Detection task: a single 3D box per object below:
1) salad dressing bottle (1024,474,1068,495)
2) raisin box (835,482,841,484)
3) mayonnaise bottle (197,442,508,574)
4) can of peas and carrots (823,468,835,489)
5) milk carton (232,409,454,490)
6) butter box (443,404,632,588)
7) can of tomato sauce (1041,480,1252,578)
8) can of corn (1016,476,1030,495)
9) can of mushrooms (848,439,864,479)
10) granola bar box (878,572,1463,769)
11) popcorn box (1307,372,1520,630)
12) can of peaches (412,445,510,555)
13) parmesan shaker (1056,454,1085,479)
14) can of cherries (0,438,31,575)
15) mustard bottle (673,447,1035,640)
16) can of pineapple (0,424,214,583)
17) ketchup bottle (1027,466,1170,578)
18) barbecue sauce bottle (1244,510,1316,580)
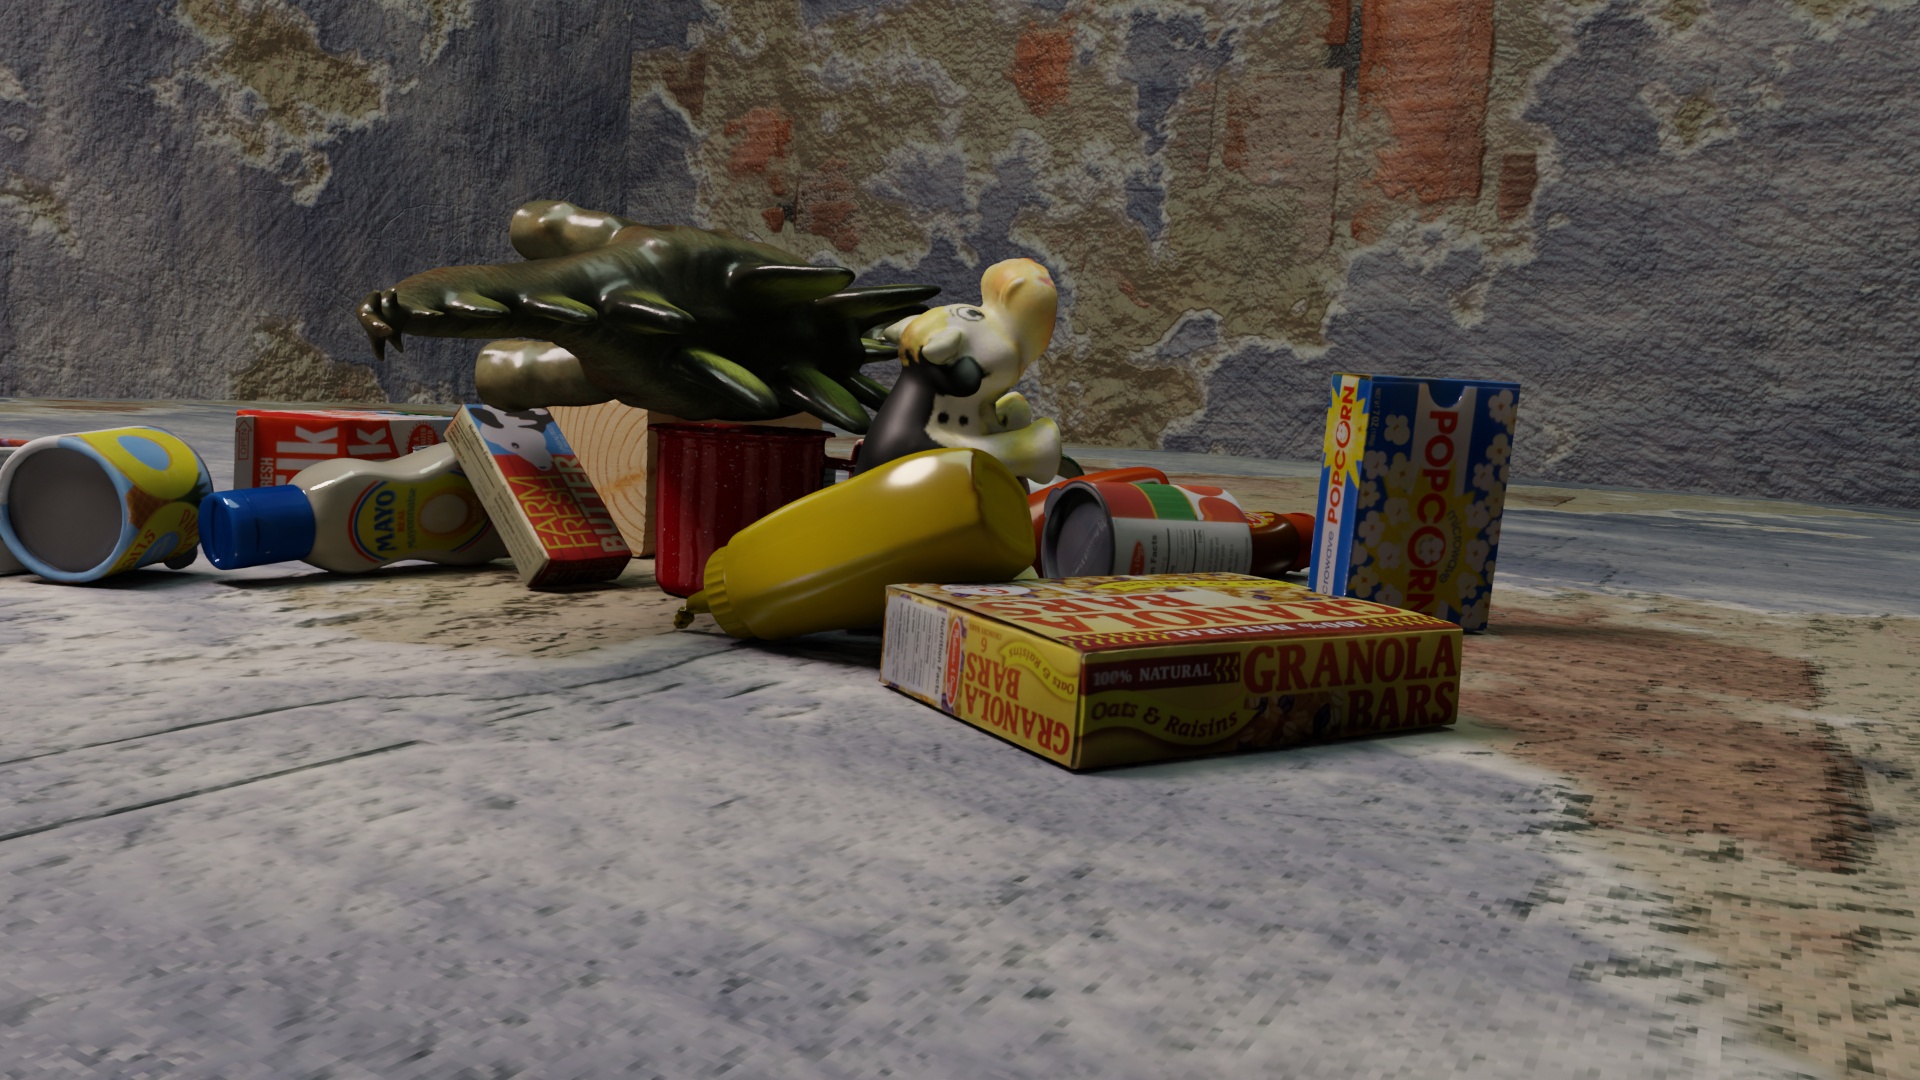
[{"bbox_3d":[0.012,-0.026,0.842,0.148,0.064,0.044,20,52,19],"label":"salad dressing bottle"},{"bbox_3d":[-0.020,-0.016,0.933,0.123,0.040,0.086,-1,8,-28],"label":"raisin box"},{"bbox_3d":[-0.290,-0.013,0.682,0.041,0.064,0.148,14,16,34],"label":"mayonnaise bottle"},{"bbox_3d":[-0.110,-0.019,0.827,0.071,0.058,0.071,4,6,0],"label":"can of peas and carrots"},{"bbox_3d":[-0.358,-0.040,0.819,0.073,0.072,0.191,5,7,13],"label":"milk carton"},{"bbox_3d":[-0.211,-0.023,0.695,0.053,0.024,0.104,-5,53,-53],"label":"butter box"},{"bbox_3d":[0.091,0.003,0.691,0.083,0.071,0.071,1,7,-27],"label":"can of tomato sauce"},{"bbox_3d":[0.003,-0.010,0.777,0.058,0.071,0.071,6,7,18],"label":"can of corn"},{"bbox_3d":[-0.059,-0.041,1.003,0.033,0.071,0.071,0,7,-17],"label":"can of mushrooms"},{"bbox_3d":[0.073,0.039,0.492,0.166,0.039,0.124,-1,8,-31],"label":"granola bar box"},{"bbox_3d":[0.224,-0.019,0.690,0.085,0.126,0.038,1,10,-15],"label":"popcorn box"},{"bbox_3d":[-0.272,-0.023,0.785,0.071,0.058,0.071,3,5,0],"label":"can of peaches"},{"bbox_3d":[0.040,-0.036,1.024,0.071,0.071,0.103,0,11,-31],"label":"parmesan shaker"},{"bbox_3d":[-0.455,-0.017,0.634,0.071,0.058,0.071,4,7,0],"label":"can of cherries"},{"bbox_3d":[-0.052,0.008,0.553,0.160,0.049,0.065,-17,-27,22],"label":"mustard bottle"},{"bbox_3d":[-0.384,-0.016,0.628,0.071,0.071,0.058,4,10,6],"label":"can of pineapple"},{"bbox_3d":[0.048,0.001,0.733,0.149,0.064,0.043,-11,6,-33],"label":"ketchup bottle"},{"bbox_3d":[0.170,0.004,0.834,0.065,0.043,0.149,8,7,41],"label":"barbecue sauce bottle"}]
